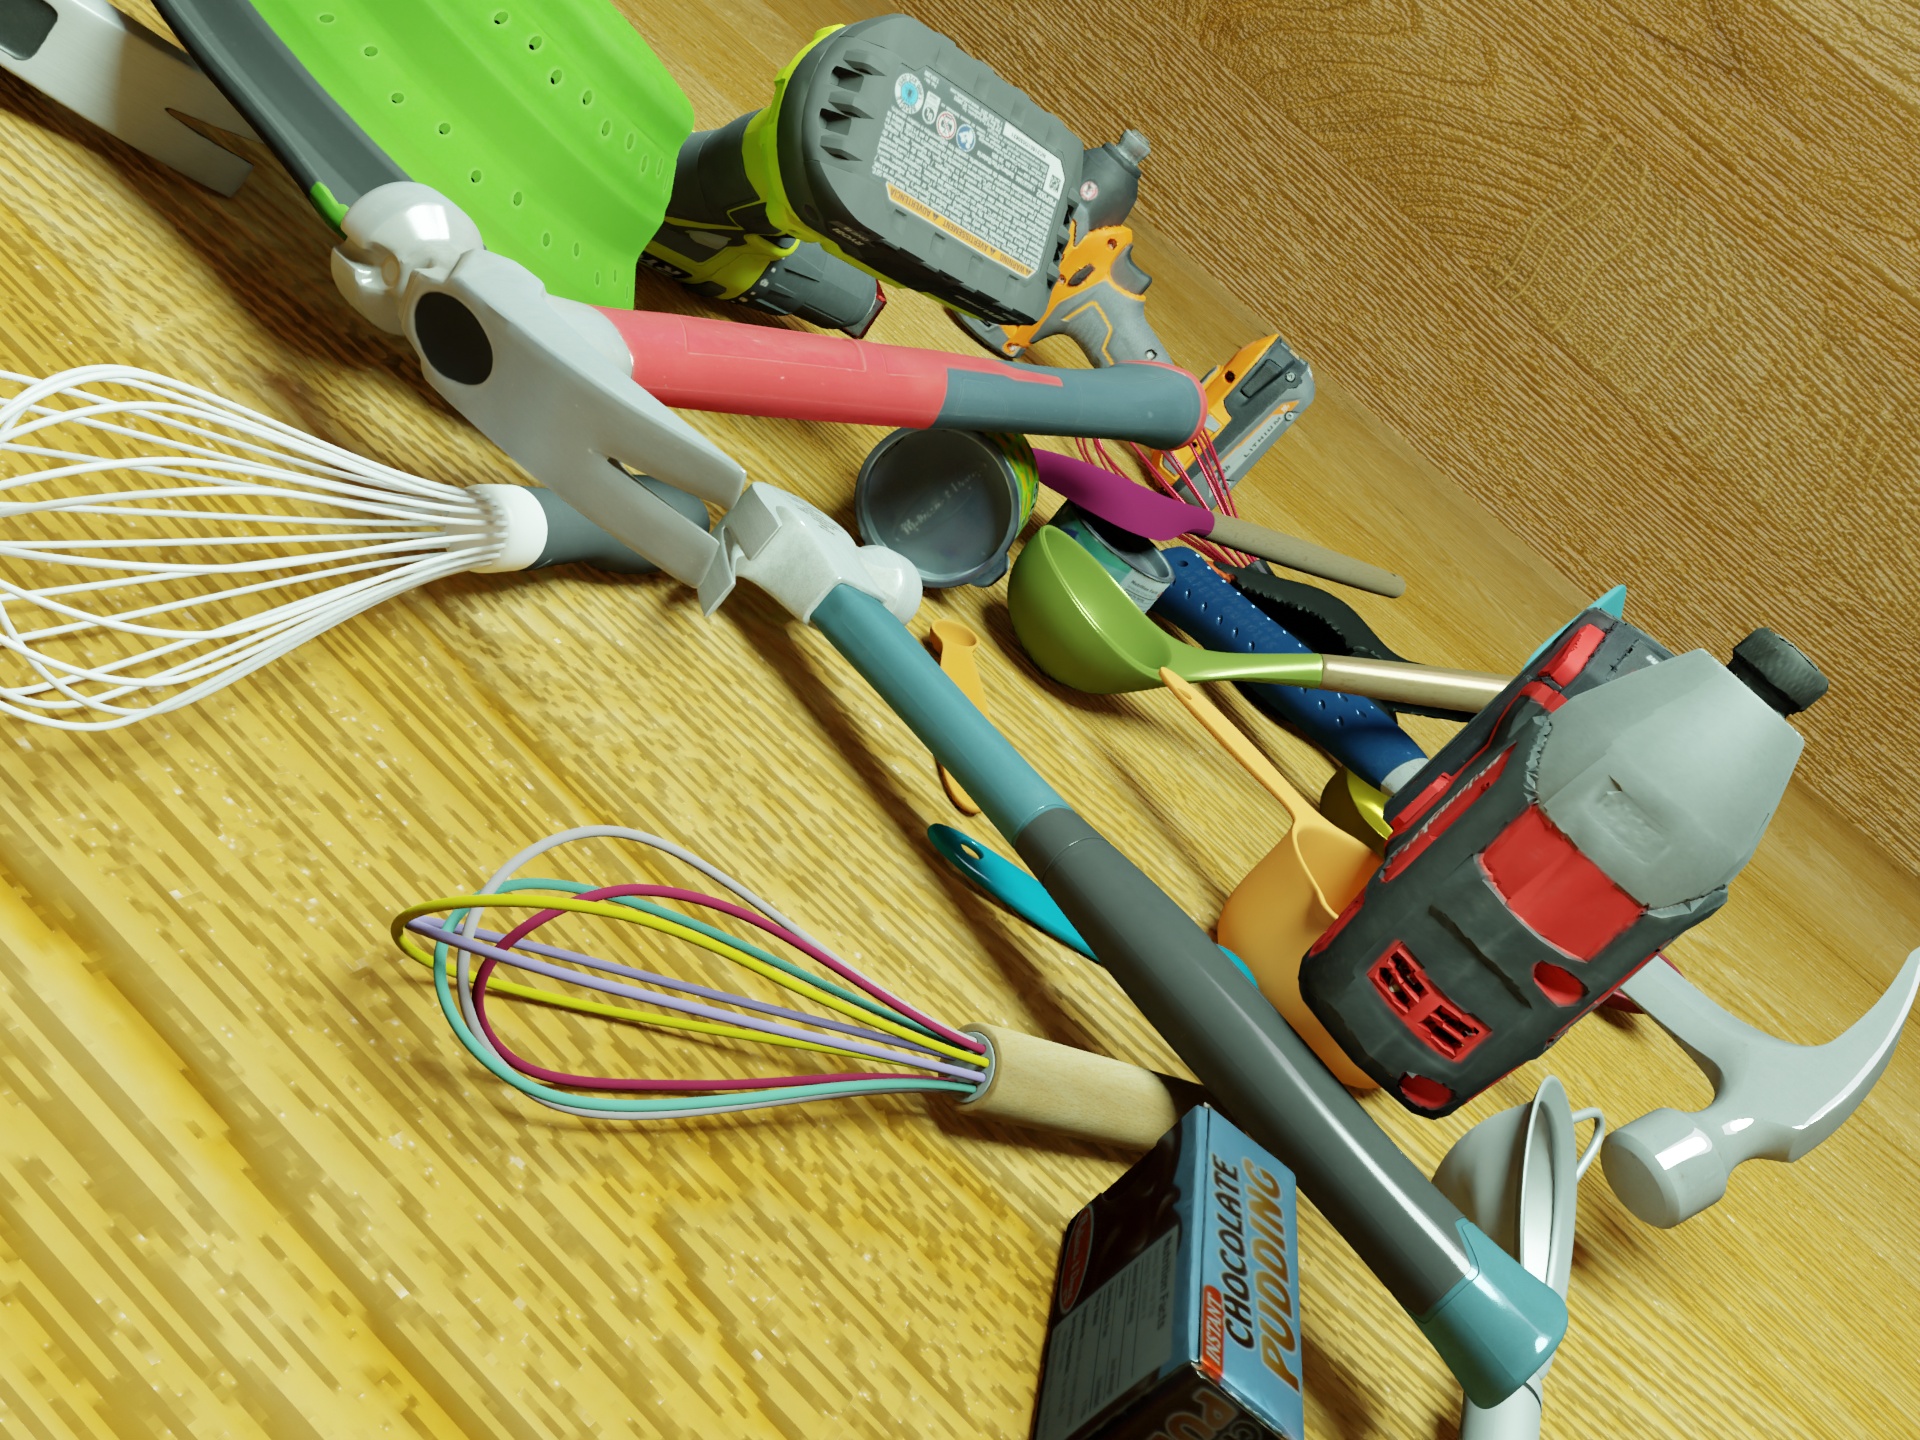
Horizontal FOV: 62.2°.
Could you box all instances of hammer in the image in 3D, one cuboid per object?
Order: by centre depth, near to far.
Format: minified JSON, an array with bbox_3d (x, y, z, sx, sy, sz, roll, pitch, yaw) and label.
[{"bbox_3d":[0.033,0.040,0.440,0.331,0.033,0.128,48,13,29],"label":"hammer"},{"bbox_3d":[-0.003,-0.104,0.535,0.143,0.038,0.386,40,27,24],"label":"hammer"},{"bbox_3d":[-0.309,-0.290,0.566,0.146,0.035,0.335,34,19,-36],"label":"hammer"},{"bbox_3d":[0.200,0.028,0.672,0.144,0.035,0.406,-22,40,-16],"label":"hammer"}]

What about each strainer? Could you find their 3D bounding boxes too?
[{"bbox_3d":[0.139,0.168,0.412,0.258,0.050,0.087,-38,122,-62],"label":"strainer"}]

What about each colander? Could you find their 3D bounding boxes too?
[{"bbox_3d":[-0.190,-0.263,0.582,0.204,0.094,0.398,39,14,-47],"label":"colander"}]

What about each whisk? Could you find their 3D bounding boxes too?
[{"bbox_3d":[-0.010,0.074,0.354,0.244,0.047,0.051,24,25,-40],"label":"whisk"},{"bbox_3d":[-0.131,-0.045,0.380,0.070,0.070,0.284,43,17,8],"label":"whisk"},{"bbox_3d":[0.158,-0.101,0.929,0.073,0.073,0.296,3,47,-56],"label":"whisk"}]

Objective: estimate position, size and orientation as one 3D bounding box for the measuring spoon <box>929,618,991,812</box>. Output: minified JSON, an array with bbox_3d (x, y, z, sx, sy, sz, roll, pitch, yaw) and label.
[{"bbox_3d":[-0.001,-0.002,0.556,0.021,0.011,0.117,17,31,-15],"label":"measuring spoon"}]

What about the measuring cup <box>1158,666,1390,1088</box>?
[{"bbox_3d":[0.109,0.054,0.566,0.095,0.052,0.174,11,34,-49],"label":"measuring cup"}]

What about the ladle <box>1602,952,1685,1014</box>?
[{"bbox_3d":[0.245,0.041,0.836,0.316,0.031,0.069,46,36,20],"label":"ladle"}]

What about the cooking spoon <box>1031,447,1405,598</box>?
[{"bbox_3d":[0.145,-0.100,0.845,0.318,0.017,0.069,10,30,-42],"label":"cooking spoon"}]

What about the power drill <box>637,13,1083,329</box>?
[{"bbox_3d":[-0.061,-0.214,0.669,0.190,0.080,0.229,16,-1,-44],"label":"power drill"}]

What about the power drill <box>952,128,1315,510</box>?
[{"bbox_3d":[0.125,-0.263,1.045,0.226,0.164,0.084,41,22,-1],"label":"power drill"}]

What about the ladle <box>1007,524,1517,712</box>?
[{"bbox_3d":[0.176,-0.028,0.655,0.320,0.062,0.078,7,29,-4],"label":"ladle"}]

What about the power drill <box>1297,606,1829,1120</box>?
[{"bbox_3d":[0.179,0.027,0.464,0.078,0.143,0.219,46,19,12],"label":"power drill"}]

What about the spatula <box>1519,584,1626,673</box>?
[{"bbox_3d":[0.253,0.040,0.716,0.044,0.082,0.318,14,37,21],"label":"spatula"}]

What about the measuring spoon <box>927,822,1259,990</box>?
[{"bbox_3d":[0.046,0.061,0.490,0.128,0.021,0.042,34,23,-17],"label":"measuring spoon"}]

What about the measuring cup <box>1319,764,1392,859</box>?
[{"bbox_3d":[0.229,0.044,0.757,0.156,0.029,0.062,-1,53,-38],"label":"measuring cup"}]
